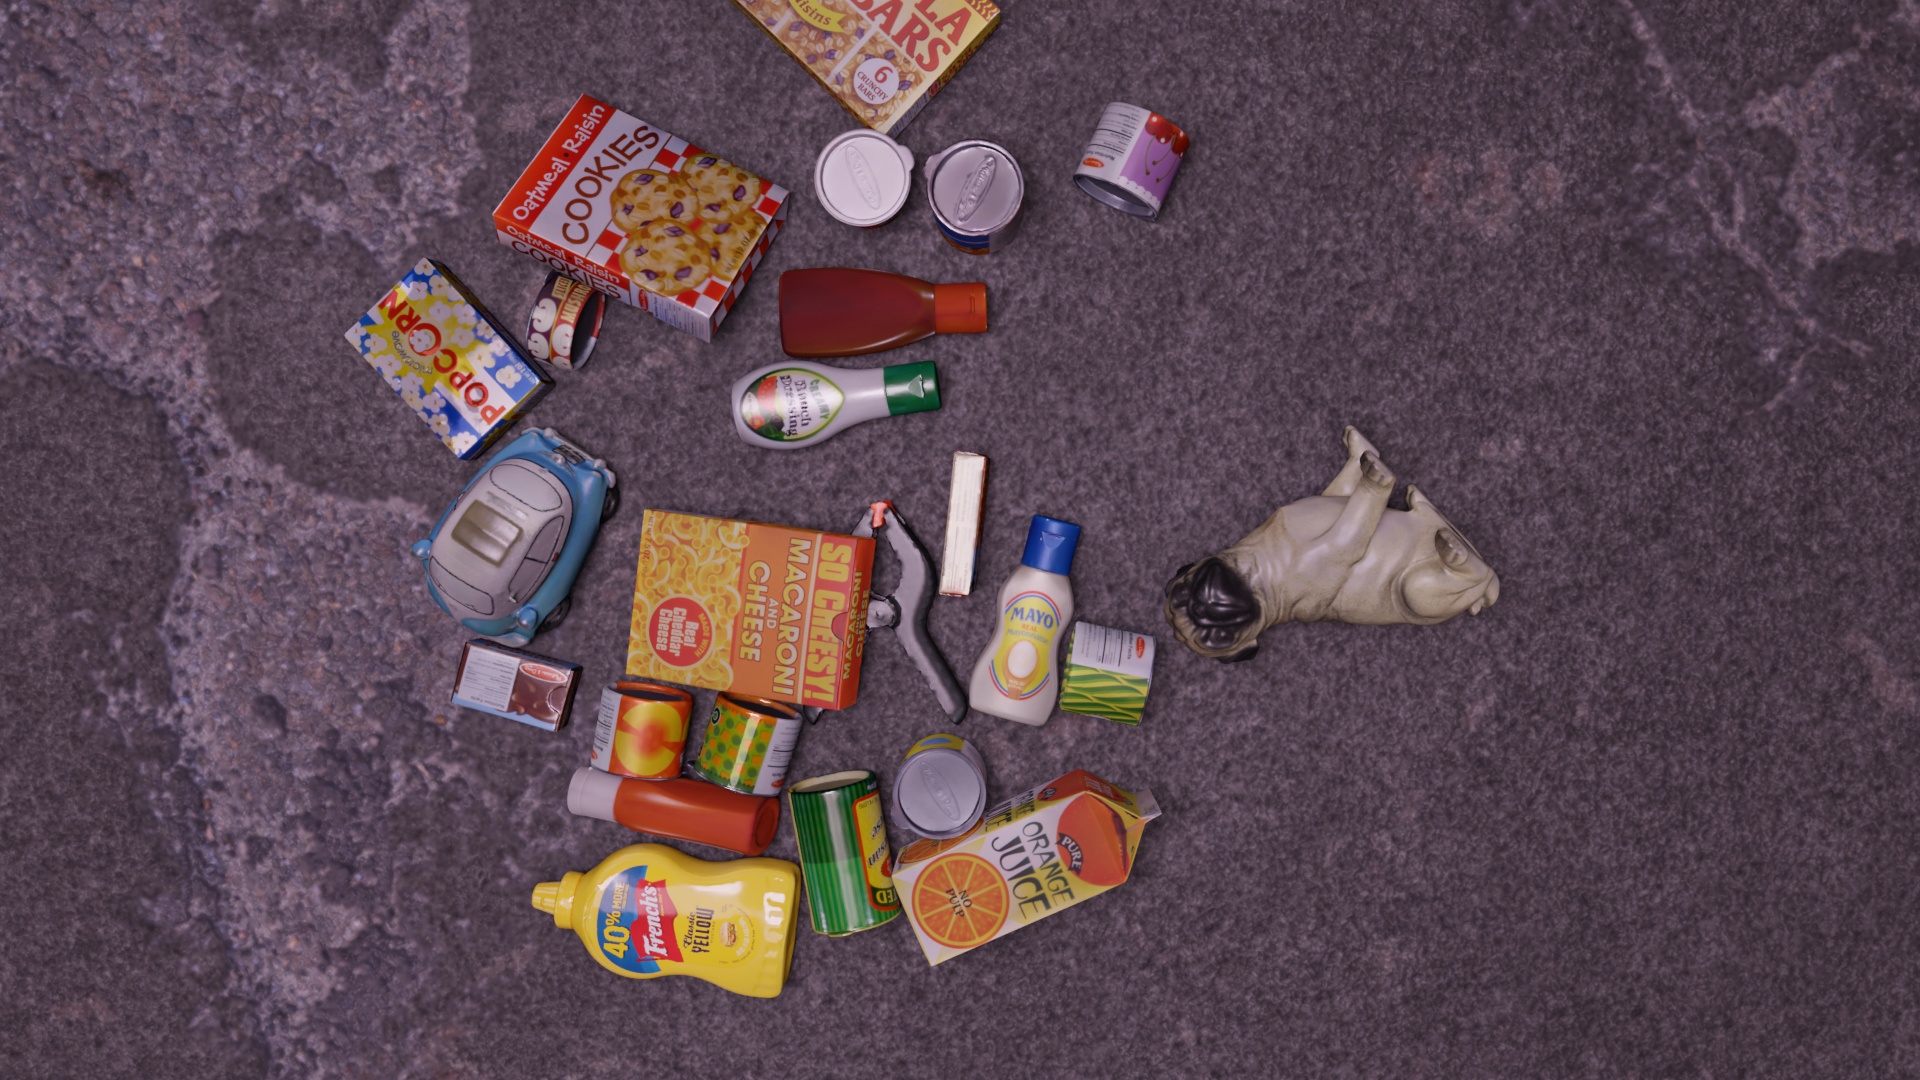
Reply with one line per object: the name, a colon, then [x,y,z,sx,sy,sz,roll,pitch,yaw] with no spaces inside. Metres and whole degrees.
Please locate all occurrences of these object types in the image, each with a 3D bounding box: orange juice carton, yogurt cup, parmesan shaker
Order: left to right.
parmesan shaker: [-0.085,0.225,1.005,0.071,0.071,0.103,-10,92,2]
yogurt cup: [-0.068,-0.255,0.997,0.072,0.054,0.072,0,92,2]
orange juice carton: [0.053,0.225,1.000,0.193,0.072,0.073,-24,92,3]

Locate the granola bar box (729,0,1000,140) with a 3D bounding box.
granola bar box: [-0.072,-0.387,1.000,0.165,0.039,0.124,43,93,0]

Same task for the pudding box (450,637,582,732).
pudding box: [-0.329,0.107,1.030,0.084,0.030,0.049,15,91,1]

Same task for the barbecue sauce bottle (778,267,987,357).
barbecue sauce bottle: [-0.055,-0.166,1.005,0.149,0.044,0.065,-2,92,1]

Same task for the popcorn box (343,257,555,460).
popcorn box: [-0.373,-0.132,1.019,0.085,0.038,0.126,-43,90,3]

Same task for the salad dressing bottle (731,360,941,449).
salad dressing bottle: [-0.089,-0.103,1.008,0.148,0.044,0.064,-8,94,2]

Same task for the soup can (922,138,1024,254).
soup can: [0.009,-0.242,0.980,0.071,0.084,0.071,0,92,2]

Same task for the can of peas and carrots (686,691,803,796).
can of peas and carrots: [-0.156,0.146,1.008,0.071,0.071,0.058,18,92,1]

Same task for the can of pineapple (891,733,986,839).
can of pineapple: [-0.016,0.178,1.008,0.071,0.058,0.071,0,92,2]

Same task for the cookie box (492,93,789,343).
cookie box: [-0.225,-0.230,0.987,0.167,0.040,0.123,25,65,1]

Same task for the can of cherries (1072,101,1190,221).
can of cherries: [0.123,-0.268,0.986,0.071,0.071,0.058,25,92,1]

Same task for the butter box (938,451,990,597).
butter box: [0.004,-0.013,1.003,0.024,0.053,0.103,6,92,5]

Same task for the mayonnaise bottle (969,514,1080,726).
mayonnaise bottle: [0.052,0.056,1.010,0.065,0.041,0.148,14,93,3]

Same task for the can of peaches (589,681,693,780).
can of peaches: [-0.229,0.138,1.011,0.071,0.071,0.058,9,92,2]

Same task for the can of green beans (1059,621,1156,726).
can of green beans: [0.105,0.095,0.997,0.058,0.071,0.071,11,93,2]

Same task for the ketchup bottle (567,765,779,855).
ketchup bottle: [-0.211,0.194,1.015,0.149,0.065,0.043,9,91,10]

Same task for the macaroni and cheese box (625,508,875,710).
macaroni and cheese box: [-0.152,0.048,0.999,0.166,0.040,0.123,8,93,15]

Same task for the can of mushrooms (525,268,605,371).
can of mushrooms: [-0.284,-0.159,1.000,0.033,0.071,0.071,19,93,0]
